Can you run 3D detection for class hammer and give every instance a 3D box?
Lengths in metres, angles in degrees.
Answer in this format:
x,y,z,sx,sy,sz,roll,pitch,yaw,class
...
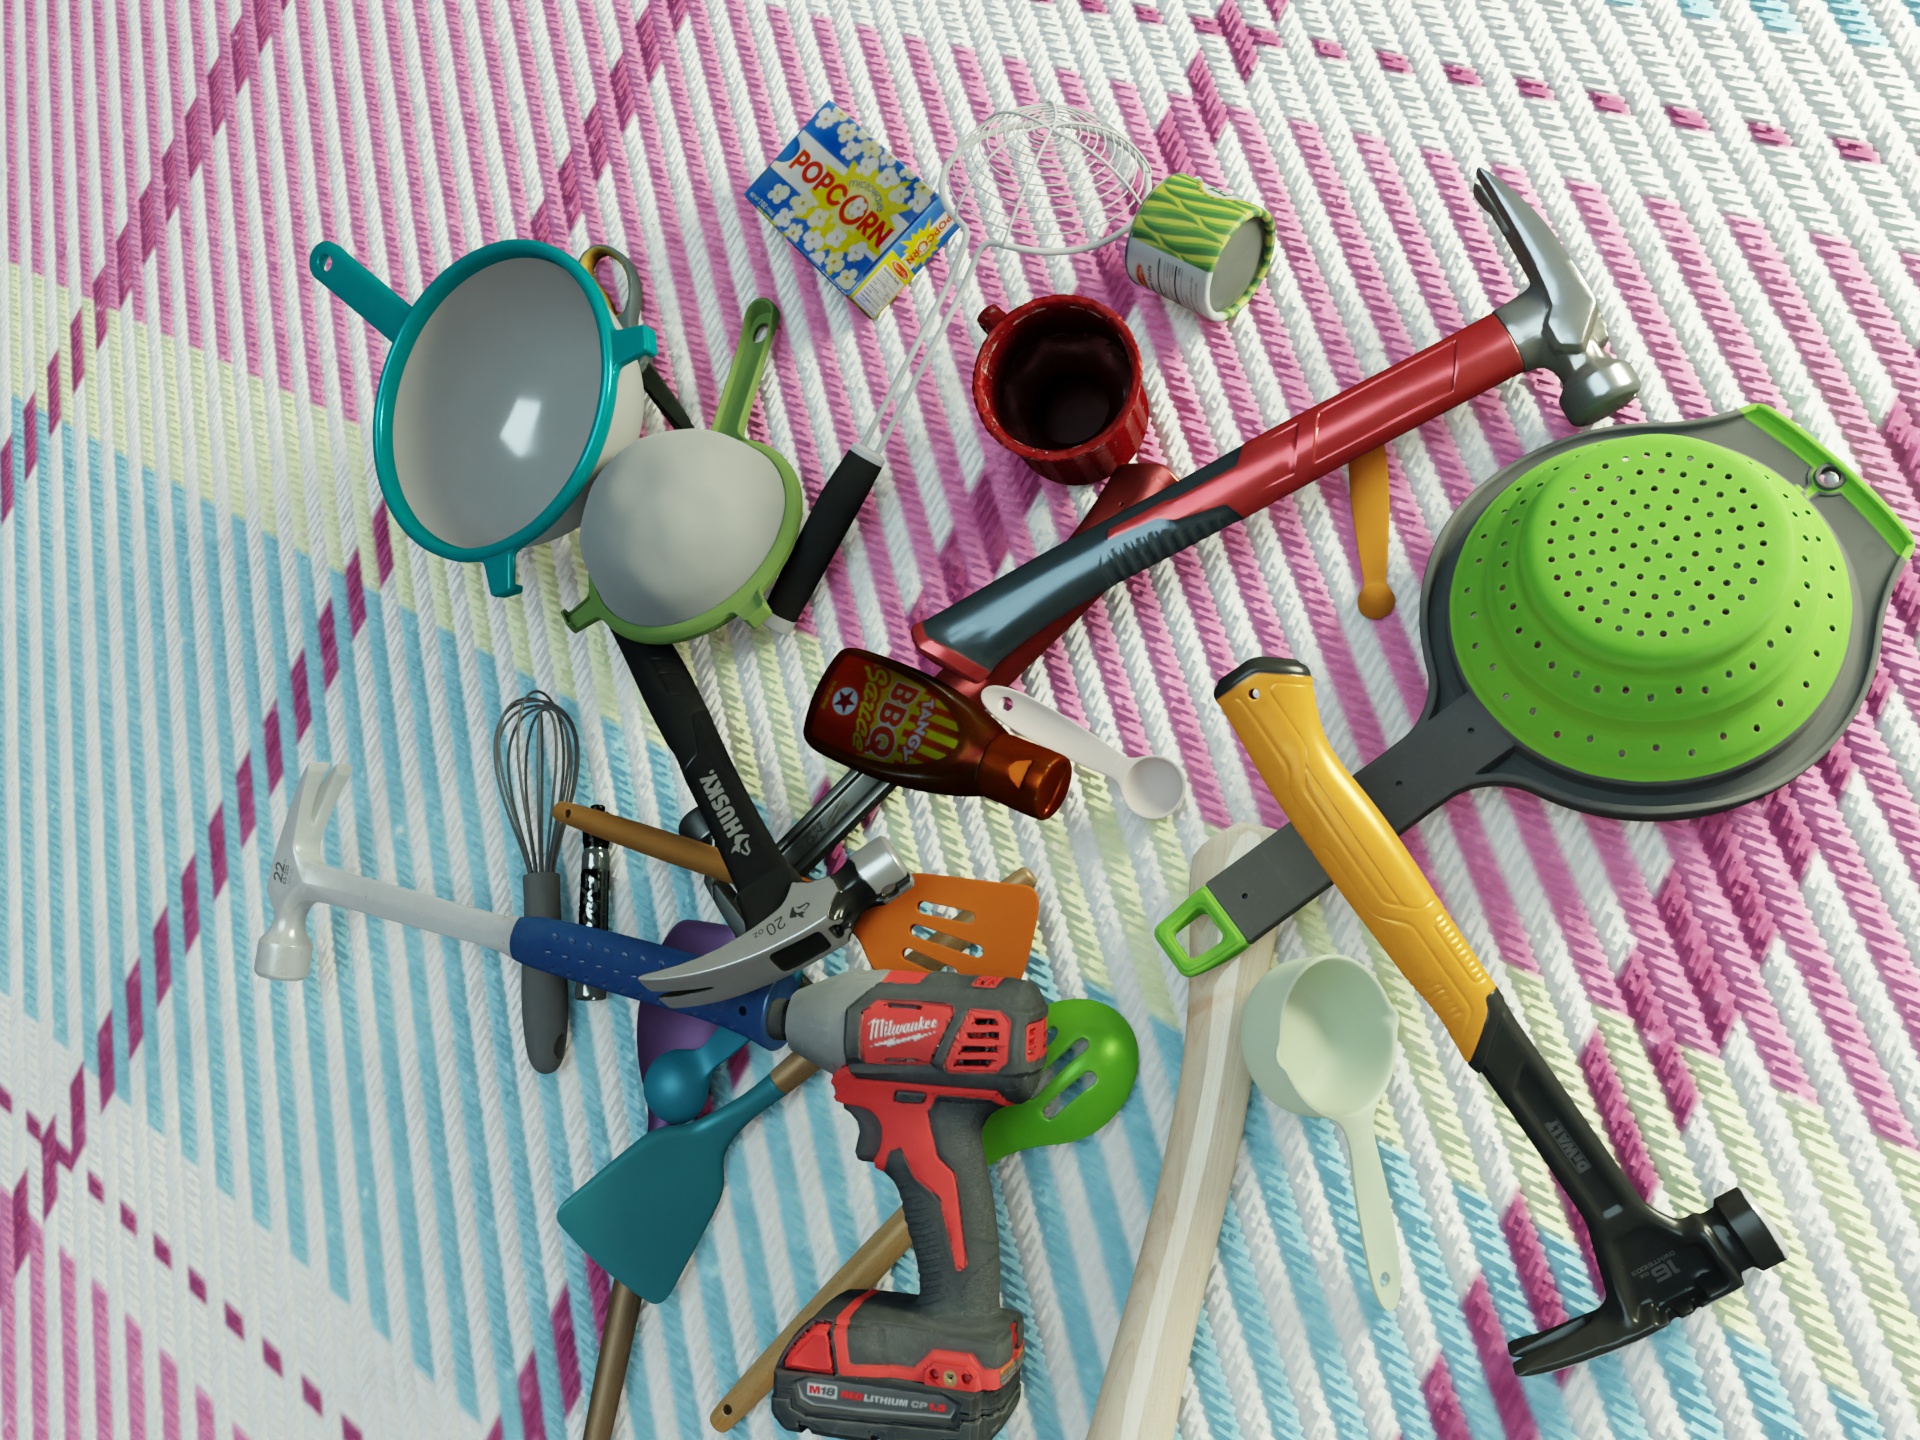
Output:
x,y,z,sx,sy,sz,roll,pitch,yaw,class
-0.269,0.121,0.945,0.406,0.035,0.144,9,89,29,hammer
0.115,0.254,0.771,0.146,0.038,0.411,9,79,25,hammer
-0.001,-0.003,0.901,0.359,0.036,0.149,-44,62,8,hammer
-0.156,0.020,0.918,0.146,0.035,0.335,-34,48,-2,hammer
0.211,0.120,0.705,0.127,0.034,0.337,-34,84,13,hammer
0.142,-0.139,0.839,0.386,0.038,0.143,-27,76,9,hammer

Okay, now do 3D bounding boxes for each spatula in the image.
x,y,z,sx,sy,sz,roll,pitch,yaw,class
-0.108,0.090,0.894,0.323,0.041,0.081,14,83,32,spatula
-0.181,0.271,0.913,0.060,0.018,0.316,3,75,25,spatula
-0.079,0.190,0.874,0.317,0.044,0.082,-41,105,5,spatula

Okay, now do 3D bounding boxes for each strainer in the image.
x,y,z,sx,sy,sz,roll,pitch,yaw,class
-0.164,-0.172,0.983,0.151,0.069,0.256,1,63,27,strainer
-0.325,-0.235,1.082,0.341,0.095,0.211,39,103,29,strainer

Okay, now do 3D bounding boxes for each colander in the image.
x,y,z,sx,sy,sz,roll,pitch,yaw,class
0.249,-0.014,0.733,0.397,0.094,0.205,-37,64,4,colander

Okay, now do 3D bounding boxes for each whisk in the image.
x,y,z,sx,sy,sz,roll,pitch,yaw,class
-0.260,0.097,0.986,0.055,0.055,0.239,-11,75,22,whisk

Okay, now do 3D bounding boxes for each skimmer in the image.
x,y,z,sx,sy,sz,roll,pitch,yaw,class
-0.014,-0.210,0.972,0.127,0.090,0.363,34,101,22,skimmer

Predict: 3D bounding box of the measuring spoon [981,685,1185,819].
x,y,z,sx,sy,sz,roll,pitch,yaw,class
0.066,0.014,0.860,0.124,0.018,0.034,30,91,13,measuring spoon

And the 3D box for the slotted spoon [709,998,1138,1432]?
x,y,z,sx,sy,sz,roll,pitch,yaw,class
-0.026,0.267,0.839,0.314,0.031,0.070,-47,65,7,slotted spoon

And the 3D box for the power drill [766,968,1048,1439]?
x,y,z,sx,sy,sz,roll,pitch,yaw,class
-0.032,0.234,0.791,0.143,0.078,0.220,2,86,15,power drill

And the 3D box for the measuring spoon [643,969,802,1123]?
x,y,z,sx,sy,sz,roll,pitch,yaw,class
-0.136,0.178,0.889,0.128,0.021,0.042,-45,62,17,measuring spoon

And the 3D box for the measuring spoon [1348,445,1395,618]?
x,y,z,sx,sy,sz,roll,pitch,yaw,class
0.217,-0.110,0.845,0.021,0.011,0.117,-6,73,23,measuring spoon

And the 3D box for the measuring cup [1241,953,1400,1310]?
x,y,z,sx,sy,sz,roll,pitch,yaw,class
0.176,0.194,0.755,0.038,0.083,0.167,-14,87,56,measuring cup
